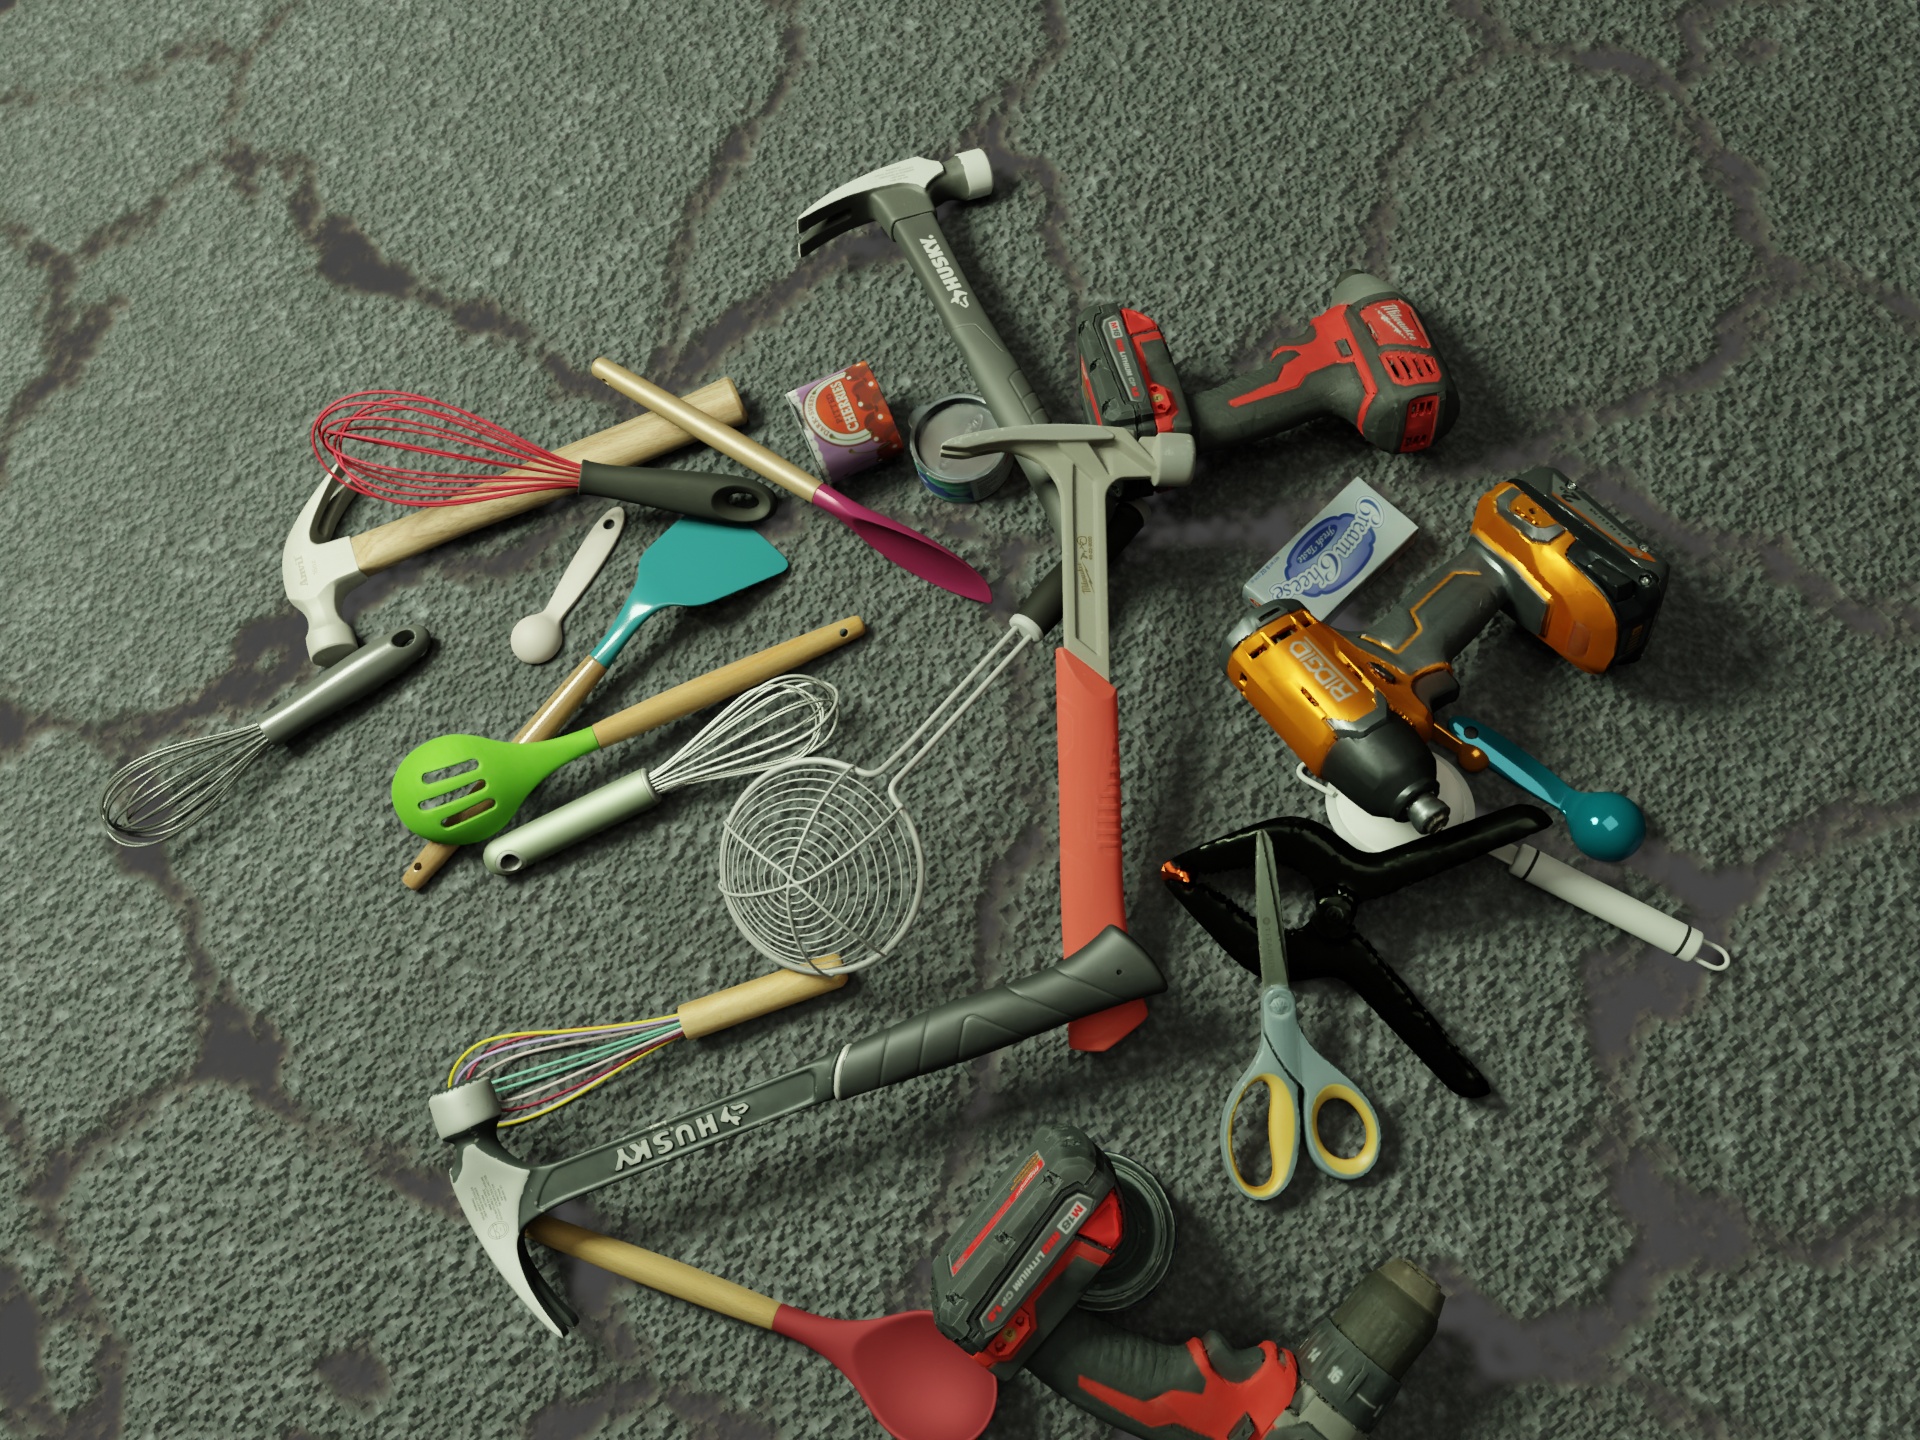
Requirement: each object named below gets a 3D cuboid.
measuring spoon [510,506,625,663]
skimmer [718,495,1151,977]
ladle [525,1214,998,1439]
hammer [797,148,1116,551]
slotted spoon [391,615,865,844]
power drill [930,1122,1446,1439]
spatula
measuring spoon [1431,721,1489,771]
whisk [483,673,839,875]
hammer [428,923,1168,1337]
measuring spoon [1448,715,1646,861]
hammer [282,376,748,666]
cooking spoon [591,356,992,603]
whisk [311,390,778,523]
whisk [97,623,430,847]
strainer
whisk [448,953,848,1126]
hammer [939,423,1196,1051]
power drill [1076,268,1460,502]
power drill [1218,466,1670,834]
[{"bbox_3d":[-0.260,-0.094,1.059,0.034,0.018,0.124,25,75,16],"label":"measuring spoon"},{"bbox_3d":[-0.002,-0.003,0.973,0.127,0.090,0.363,38,65,11],"label":"skimmer"},{"bbox_3d":[-0.126,0.326,0.889,0.315,0.031,0.069,15,76,15],"label":"ladle"},{"bbox_3d":[0.009,-0.242,1.034,0.146,0.035,0.335,-19,63,-13],"label":"hammer"},{"bbox_3d":[-0.205,-0.002,1.000,0.314,0.031,0.070,-23,102,-8],"label":"slotted spoon"},{"bbox_3d":[0.117,0.303,0.806,0.226,0.080,0.188,40,86,-2],"label":"power drill"},{"bbox_3d":[-0.245,-0.014,1.028,0.082,0.044,0.317,38,84,19],"label":"spatula"},{"bbox_3d":[0.263,-0.002,0.952,0.117,0.021,0.011,34,66,17],"label":"measuring spoon"},{"bbox_3d":[-0.186,0.037,0.993,0.246,0.057,0.059,-26,35,1],"label":"whisk"},{"bbox_3d":[-0.081,0.206,0.877,0.409,0.036,0.149,-21,84,2],"label":"hammer"},{"bbox_3d":[0.341,0.034,0.929,0.129,0.021,0.042,37,79,18],"label":"measuring spoon"},{"bbox_3d":[-0.303,-0.157,1.081,0.331,0.031,0.130,-23,70,-1],"label":"hammer"},{"bbox_3d":[-0.112,-0.159,1.029,0.319,0.068,0.017,31,78,14],"label":"cooking spoon"},{"bbox_3d":[-0.265,-0.161,1.030,0.295,0.073,0.073,7,71,-11],"label":"whisk"},{"bbox_3d":[-0.453,0.005,1.040,0.239,0.055,0.055,-34,70,-9],"label":"whisk"},{"bbox_3d":[0.316,0.075,0.911,0.258,0.050,0.087,28,62,13],"label":"strainer"},{"bbox_3d":[-0.186,0.183,0.940,0.245,0.051,0.047,-19,64,-2],"label":"whisk"},{"bbox_3d":[0.064,0.008,0.919,0.149,0.036,0.359,0,85,-3],"label":"hammer"},{"bbox_3d":[0.189,-0.221,1.007,0.219,0.078,0.143,-10,55,-1],"label":"power drill"},{"bbox_3d":[0.285,-0.036,0.906,0.226,0.084,0.164,-28,55,-10],"label":"power drill"}]
